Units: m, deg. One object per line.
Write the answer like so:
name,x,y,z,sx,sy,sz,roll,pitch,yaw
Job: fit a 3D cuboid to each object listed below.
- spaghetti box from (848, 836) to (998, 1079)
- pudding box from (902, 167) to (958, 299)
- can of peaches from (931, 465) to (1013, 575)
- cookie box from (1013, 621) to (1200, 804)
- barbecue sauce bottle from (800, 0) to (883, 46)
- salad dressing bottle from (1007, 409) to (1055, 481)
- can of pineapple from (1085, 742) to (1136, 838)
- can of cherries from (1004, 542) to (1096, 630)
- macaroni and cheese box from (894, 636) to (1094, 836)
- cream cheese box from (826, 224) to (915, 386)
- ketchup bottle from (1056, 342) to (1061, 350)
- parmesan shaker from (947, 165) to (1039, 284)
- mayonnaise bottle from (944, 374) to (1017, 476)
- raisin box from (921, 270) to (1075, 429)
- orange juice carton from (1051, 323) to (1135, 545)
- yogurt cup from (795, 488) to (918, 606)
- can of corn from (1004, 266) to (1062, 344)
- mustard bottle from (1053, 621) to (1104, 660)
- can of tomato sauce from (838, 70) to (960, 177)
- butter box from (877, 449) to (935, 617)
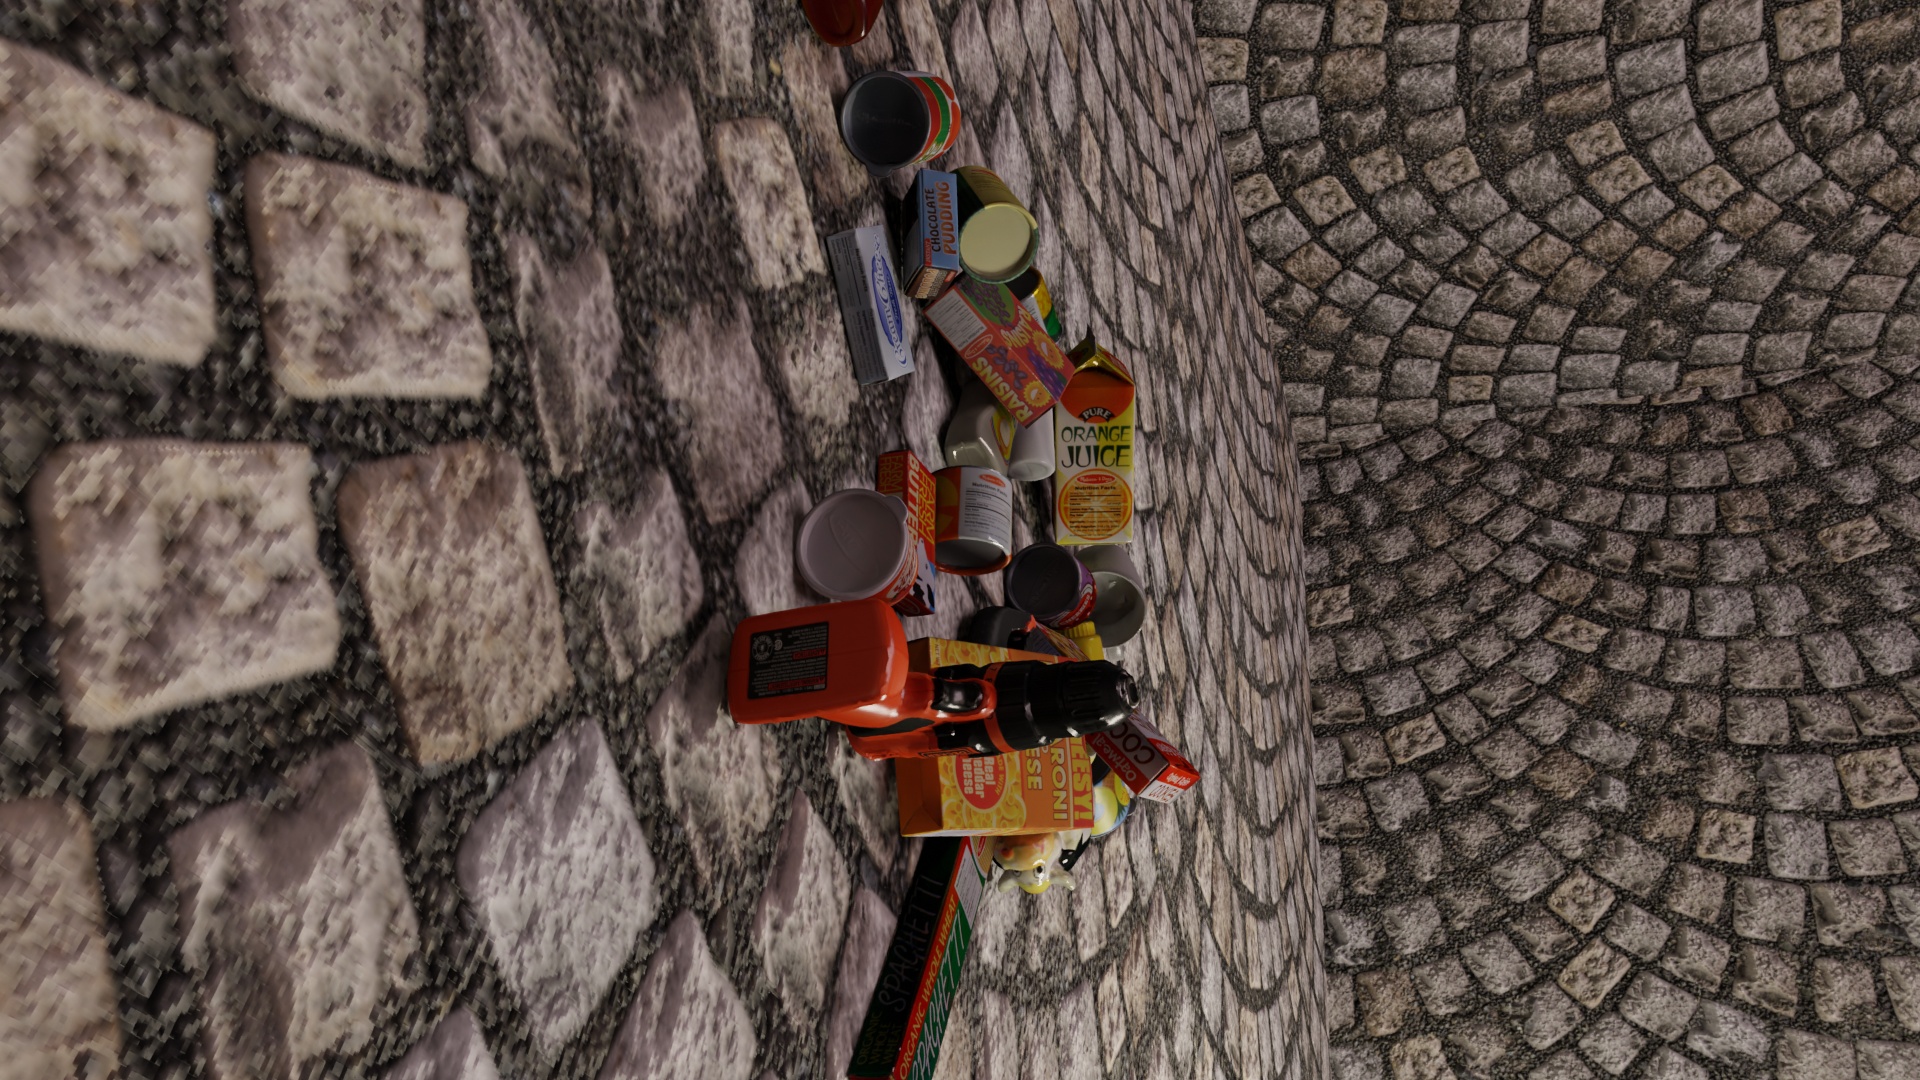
spaghetti box,-0.017,0.253,0.881,0.251,0.028,0.050,-67,144,-56
pudding box,-0.023,-0.227,1.030,0.049,0.030,0.084,135,-44,-64
can of peaches,0.004,-0.013,1.000,0.071,0.071,0.058,50,37,-57
cookie box,0.117,0.142,1.146,0.168,0.040,0.123,46,6,24
barbecue sauce bottle,-0.074,-0.404,0.975,0.149,0.043,0.064,-77,152,-48
salad dressing bottle,0.059,-0.127,1.234,0.064,0.044,0.148,54,32,-62
can of pineapple,0.110,0.212,1.195,0.071,0.071,0.057,-73,148,-51
can of cherries,0.079,0.042,1.179,0.058,0.071,0.071,36,48,-65
macaroni and cheese box,0.025,0.136,0.940,0.166,0.040,0.124,13,67,-48
cream cheese box,-0.060,-0.159,0.939,0.053,0.024,0.103,-39,119,-66
ketchup bottle,0.095,-0.127,1.335,0.065,0.043,0.148,-72,147,-50
parmesan shaker,0.015,-0.245,1.075,0.103,0.071,0.071,-112,-179,-59
mayonnaise bottle,0.022,-0.100,1.120,0.149,0.041,0.064,-75,147,-50
raisin box,0.033,-0.158,1.105,0.123,0.040,0.086,48,27,-10
orange juice carton,0.120,-0.097,1.270,0.072,0.073,0.192,-89,178,-71
yogurt cup,-0.057,0.009,0.821,0.054,0.072,0.072,54,33,-68
can of corn,0.047,-0.197,1.197,0.071,0.071,0.058,-79,153,-44
mustard bottle,0.108,0.125,1.259,0.065,0.049,0.160,2,80,-71
can of tomato sauce,-0.041,-0.298,0.988,0.083,0.071,0.071,-49,128,-66
butter box,-0.037,-0.005,0.941,0.053,0.024,0.104,45,41,-61
